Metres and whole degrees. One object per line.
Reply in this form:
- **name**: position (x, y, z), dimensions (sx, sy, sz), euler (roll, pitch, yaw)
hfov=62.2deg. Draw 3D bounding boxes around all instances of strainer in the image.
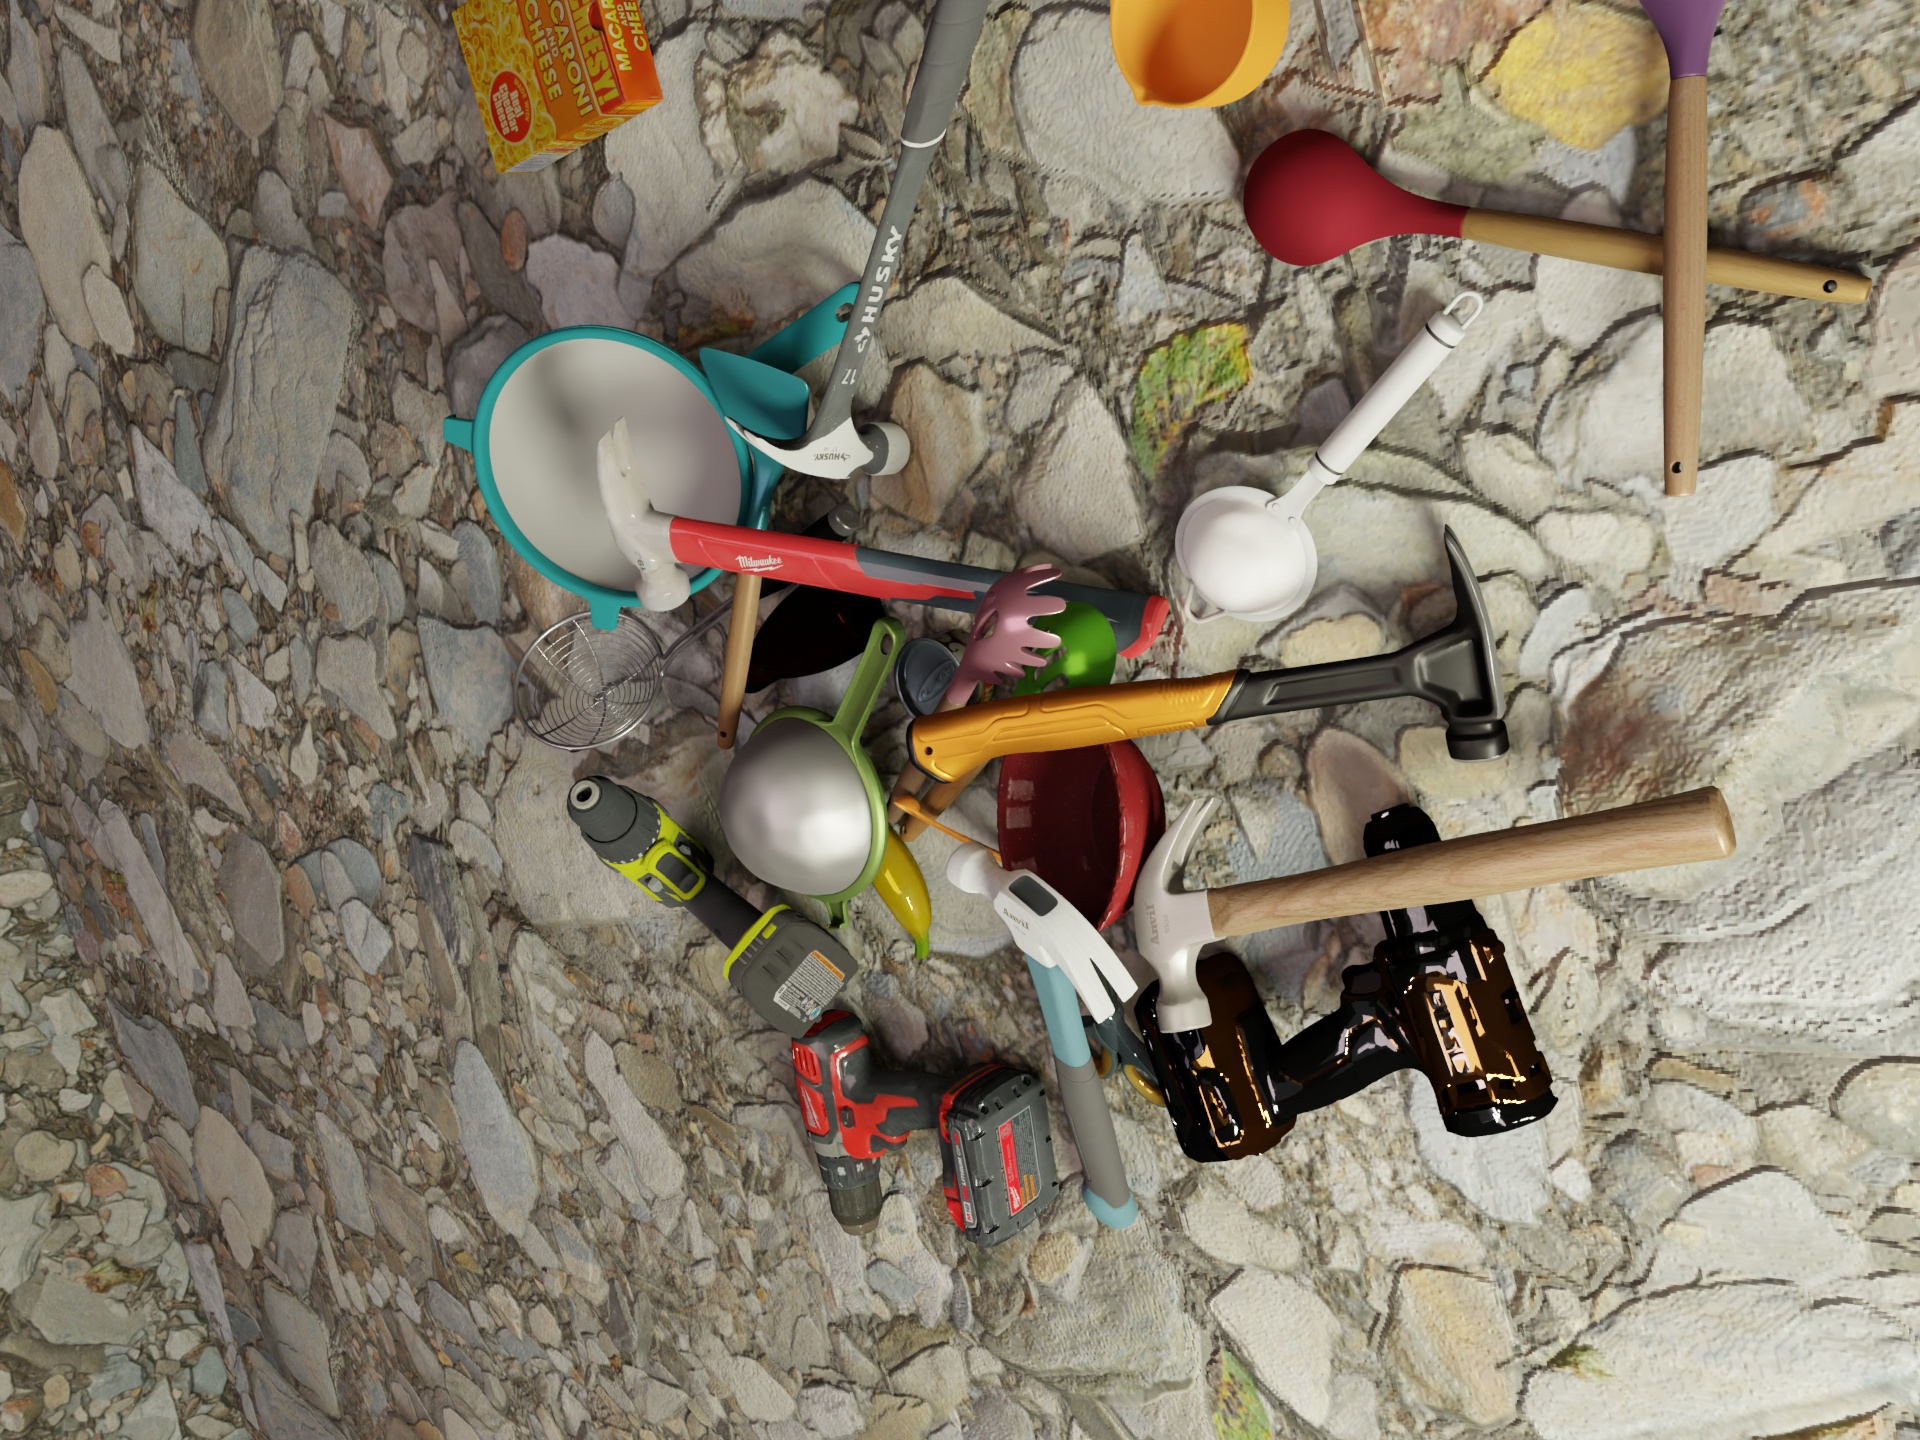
- **strainer**: position (-0.191, -0.225, 1.150), dimensions (0.340, 0.095, 0.211), euler (-29, 109, 22)
- **strainer**: position (0.194, -0.134, 0.875), dimensions (0.087, 0.050, 0.258), euler (40, 127, 3)
- **strainer**: position (-0.108, 0.031, 1.129), dimensions (0.152, 0.069, 0.256), euler (45, 130, 23)

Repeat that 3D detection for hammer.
- **hammer**: position (0.238, 0.083, 0.858), dimensions (0.331, 0.031, 0.130), euler (-17, 78, 35)
- **hammer**: position (-0.033, -0.333, 0.952), dimensions (0.036, 0.149, 0.408), euler (36, 120, 29)
- **hammer**: position (0.125, -0.017, 0.894), dimensions (0.337, 0.034, 0.127), euler (-9, 106, 21)
- **hammer**: position (0.074, 0.224, 1.035), dimensions (0.128, 0.033, 0.330), euler (30, 146, 42)
- **hammer**: position (-0.057, -0.107, 1.022), dimensions (0.386, 0.038, 0.143), euler (11, 136, 20)

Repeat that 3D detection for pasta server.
- **pasta server**: position (-0.002, -0.003, 1.034), dimensions (0.316, 0.040, 0.060), euler (120, 150, -57)

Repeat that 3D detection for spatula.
- **spatula**: position (0.322, -0.259, 0.710), dimensions (0.060, 0.018, 0.316), euler (4, 100, 41)
- **spatula**: position (-0.155, -0.109, 1.125), dimensions (0.082, 0.044, 0.317), euler (21, 122, 14)

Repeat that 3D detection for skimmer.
- **skimmer**: position (-0.219, -0.082, 1.219), dimensions (0.363, 0.090, 0.127), euler (-30, 56, 41)

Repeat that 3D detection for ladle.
- **ladle**: position (0.272, -0.238, 0.777), dimensions (0.316, 0.031, 0.069), euler (22, 119, 32)

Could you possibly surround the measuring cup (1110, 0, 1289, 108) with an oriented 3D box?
- **measuring cup**: position (0.101, -0.395, 0.850), dimensions (0.174, 0.052, 0.095), euler (45, 130, 22)

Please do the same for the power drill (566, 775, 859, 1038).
- **power drill**: position (-0.199, 0.135, 1.232), dimensions (0.229, 0.080, 0.190), euler (36, 169, 25)

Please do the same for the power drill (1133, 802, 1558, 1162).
- **power drill**: position (0.215, 0.161, 0.939), dimensions (0.226, 0.084, 0.185), euler (-23, 82, 39)

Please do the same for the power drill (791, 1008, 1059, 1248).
- **power drill**: position (-0.036, 0.331, 1.226), dimensions (0.227, 0.080, 0.188), euler (5, 109, 43)

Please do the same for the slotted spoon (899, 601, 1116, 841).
- **slotted spoon**: position (0.018, 0.017, 1.049), dimensions (0.313, 0.031, 0.070), euler (-50, 56, 55)

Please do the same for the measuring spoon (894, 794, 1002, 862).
- **measuring spoon**: position (0.007, 0.081, 1.107), dimensions (0.117, 0.011, 0.021), euler (28, 168, 0)
